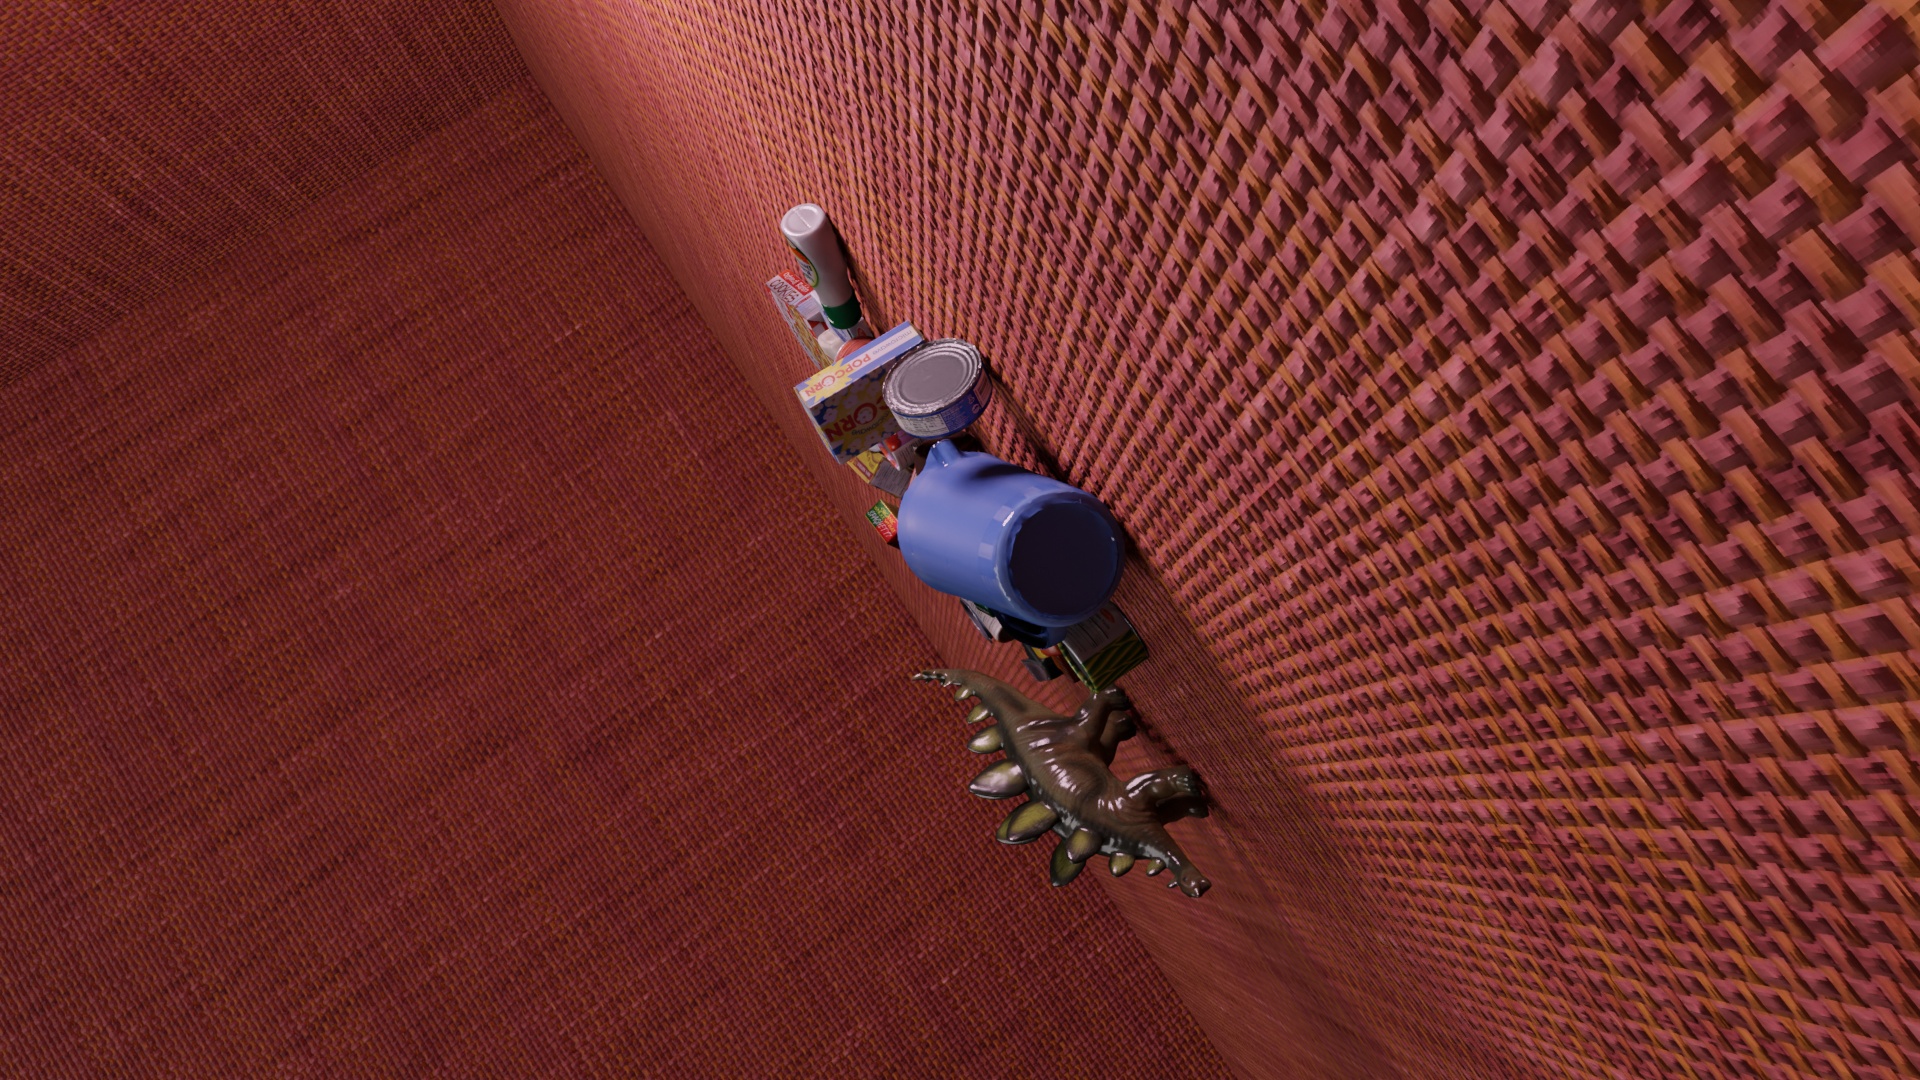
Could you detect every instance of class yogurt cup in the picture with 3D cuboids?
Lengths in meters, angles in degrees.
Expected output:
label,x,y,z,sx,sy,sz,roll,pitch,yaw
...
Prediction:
label,x,y,z,sx,sy,sz,roll,pitch,yaw
yogurt cup,-0.092,-0.178,1.450,0.072,0.072,0.054,59,164,-24

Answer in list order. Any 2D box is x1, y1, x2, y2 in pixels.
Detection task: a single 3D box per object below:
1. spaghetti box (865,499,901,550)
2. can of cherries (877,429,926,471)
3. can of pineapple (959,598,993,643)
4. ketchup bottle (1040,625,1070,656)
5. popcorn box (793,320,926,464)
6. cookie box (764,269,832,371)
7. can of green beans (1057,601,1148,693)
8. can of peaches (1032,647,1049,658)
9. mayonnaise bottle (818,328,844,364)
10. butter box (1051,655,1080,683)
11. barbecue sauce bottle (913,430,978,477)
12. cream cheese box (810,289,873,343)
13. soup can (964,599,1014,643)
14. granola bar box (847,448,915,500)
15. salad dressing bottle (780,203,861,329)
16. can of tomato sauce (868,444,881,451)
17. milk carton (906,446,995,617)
label,x,y,z,sx,sy,sz,roll,pitch,yaw
spaghetti box,-0.026,0.008,1.636,0.050,0.028,0.250,51,-167,30
can of cherries,-0.062,-0.120,1.526,0.071,0.058,0.071,54,172,11
can of pineapple,0.042,0.087,1.767,0.071,0.058,0.071,54,173,11
ketchup bottle,0.077,0.031,1.308,0.043,0.065,0.148,-9,108,54
popcorn box,-0.081,-0.138,1.301,0.038,0.127,0.085,54,173,40
cookie box,-0.175,-0.256,1.718,0.122,0.040,0.168,61,171,-34
can of green beans,0.128,0.097,1.266,0.071,0.058,0.071,54,172,11
can of peaches,0.089,0.077,1.389,0.058,0.071,0.071,55,172,-5
mayonnaise bottle,-0.112,-0.183,1.633,0.147,0.041,0.065,59,171,-28
butter box,0.107,0.110,1.586,0.103,0.024,0.053,59,172,-22
barbecue sauce bottle,-0.006,-0.034,1.389,0.044,0.065,0.147,35,144,45
cream cheese box,-0.128,-0.242,1.542,0.104,0.024,0.053,48,169,46
soup can,0.047,0.069,1.641,0.084,0.071,0.071,51,171,27
granola bar box,-0.080,-0.086,1.668,0.124,0.039,0.166,27,-171,-31
salad dressing bottle,-0.135,-0.270,1.389,0.064,0.044,0.147,49,171,33
can of tomato sauce,-0.096,-0.155,1.574,0.071,0.071,0.082,46,167,52
milk carton,0.005,-0.019,1.481,0.190,0.073,0.072,57,172,-12
